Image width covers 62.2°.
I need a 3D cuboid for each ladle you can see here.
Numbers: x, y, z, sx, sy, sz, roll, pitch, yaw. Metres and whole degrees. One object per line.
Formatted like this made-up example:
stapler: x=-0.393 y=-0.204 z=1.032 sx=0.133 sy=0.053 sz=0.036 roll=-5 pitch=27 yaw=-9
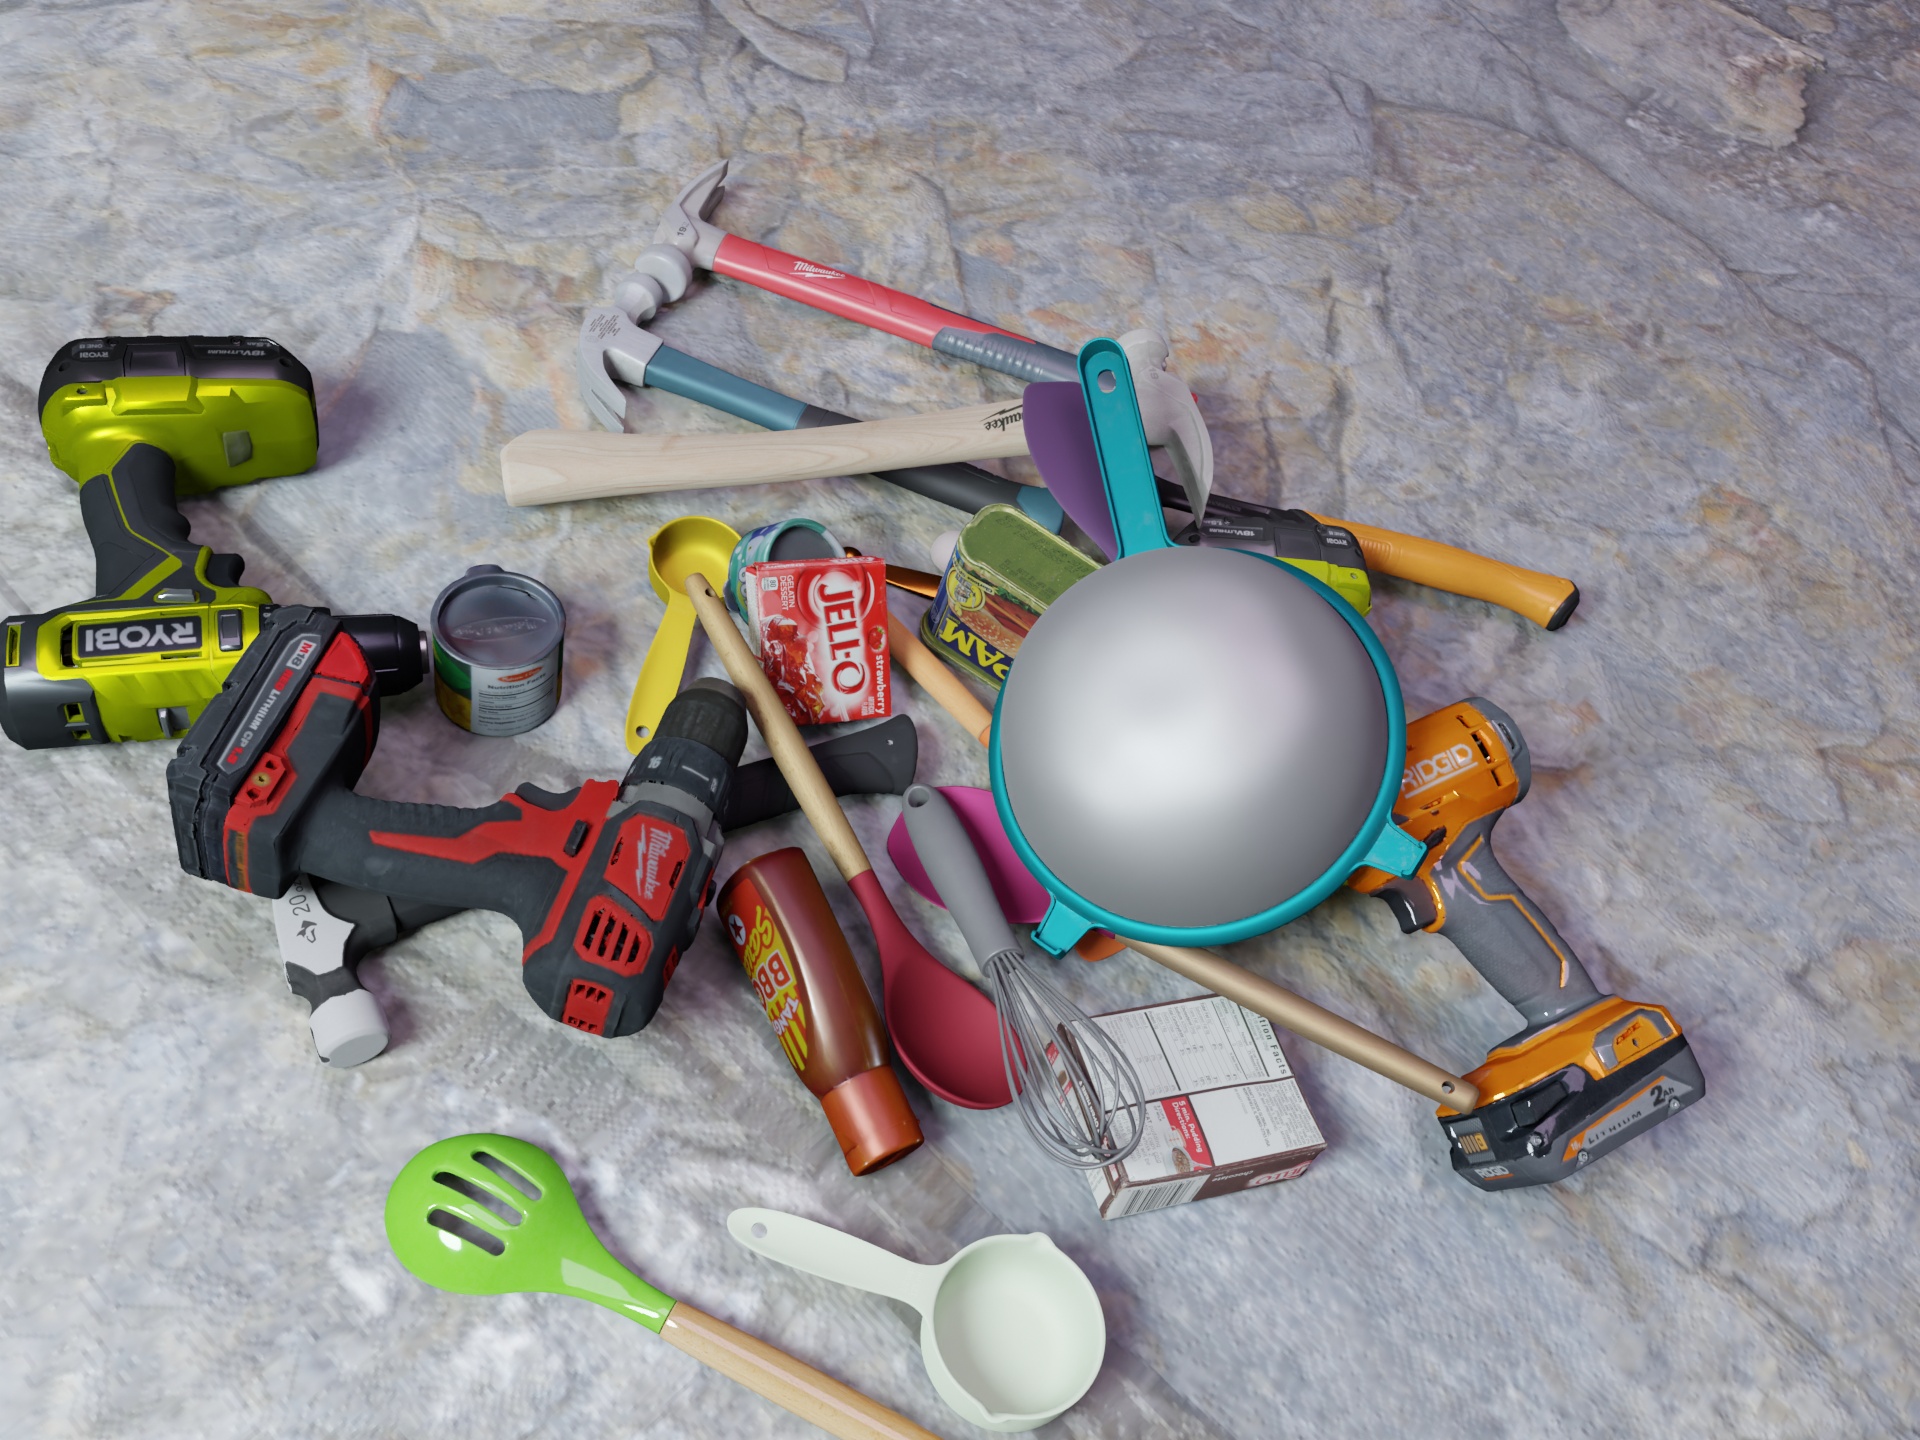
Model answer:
ladle: x=-0.063 y=0.055 z=0.791 sx=0.069 sy=0.031 sz=0.316 roll=-14 pitch=67 yaw=-46

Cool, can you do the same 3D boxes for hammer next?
hammer: x=-0.169 y=0.051 z=0.794 sx=0.334 sy=0.035 sz=0.146 roll=-17 pitch=59 yaw=-27
hammer: x=-0.020 y=-0.284 z=1.106 sx=0.386 sy=0.038 sz=0.143 roll=19 pitch=48 yaw=-1
hammer: x=-0.057 y=-0.154 z=0.934 sx=0.410 sy=0.038 sz=0.146 roll=-7 pitch=53 yaw=-9
hammer: x=0.249 y=-0.122 z=1.049 sx=0.336 sy=0.034 sz=0.127 roll=14 pitch=36 yaw=-9
hammer: x=-0.088 y=-0.186 z=1.009 sx=0.331 sy=0.033 sz=0.128 roll=22 pitch=49 yaw=1

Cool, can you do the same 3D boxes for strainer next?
strainer: x=0.094 y=-0.062 z=0.789 sx=0.211 sy=0.095 sz=0.341 roll=-15 pitch=69 yaw=12

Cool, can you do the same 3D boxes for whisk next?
whisk: x=0.022 y=0.113 z=0.761 sx=0.055 sy=0.055 sz=0.239 roll=-9 pitch=45 yaw=-23

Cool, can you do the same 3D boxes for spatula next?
spatula: x=-0.001 y=-0.003 z=0.896 sx=0.081 sy=0.041 sz=0.323 roll=-28 pitch=60 yaw=-31
spatula: x=0.102 y=-0.053 z=0.864 sx=0.059 sy=0.018 sz=0.316 roll=-10 pitch=69 yaw=-31

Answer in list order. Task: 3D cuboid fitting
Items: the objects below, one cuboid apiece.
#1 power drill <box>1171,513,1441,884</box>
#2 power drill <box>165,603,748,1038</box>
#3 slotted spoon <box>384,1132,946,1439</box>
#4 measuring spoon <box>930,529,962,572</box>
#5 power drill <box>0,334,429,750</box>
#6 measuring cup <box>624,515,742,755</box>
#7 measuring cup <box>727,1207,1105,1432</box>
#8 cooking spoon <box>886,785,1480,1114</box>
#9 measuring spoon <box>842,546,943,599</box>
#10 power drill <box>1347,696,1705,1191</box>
power drill: x=0.184 y=-0.009 z=0.921 sx=0.171 sy=0.080 sz=0.223 roll=4 pitch=54 yaw=-14
power drill: x=-0.214 y=0.028 z=0.728 sx=0.226 sy=0.080 sz=0.188 roll=20 pitch=50 yaw=-5
slotted spoon: x=-0.097 y=0.256 z=0.655 sx=0.314 sy=0.031 sz=0.070 roll=27 pitch=49 yaw=4
measuring spoon: x=0.042 y=-0.090 z=0.980 sx=0.124 sy=0.018 sz=0.034 roll=20 pitch=49 yaw=-1
power drill: x=-0.382 y=-0.091 z=0.819 sx=0.190 sy=0.080 sz=0.229 roll=-6 pitch=57 yaw=-20
measuring cup: x=-0.160 y=-0.044 z=0.886 sx=0.062 sy=0.029 sz=0.157 roll=17 pitch=61 yaw=-8
measuring cup: x=-0.022 y=0.247 z=0.678 sx=0.167 sy=0.038 sz=0.083 roll=20 pitch=49 yaw=2
cooking spoon: x=0.103 y=0.114 z=0.790 sx=0.319 sy=0.017 sz=0.069 roll=25 pitch=72 yaw=21
measuring spoon: x=-0.020 y=-0.085 z=0.962 sx=0.117 sy=0.011 sz=0.021 roll=16 pitch=50 yaw=-4
power drill: x=0.249 y=0.114 z=0.799 sx=0.164 sy=0.084 sz=0.227 roll=-21 pitch=76 yaw=-20
